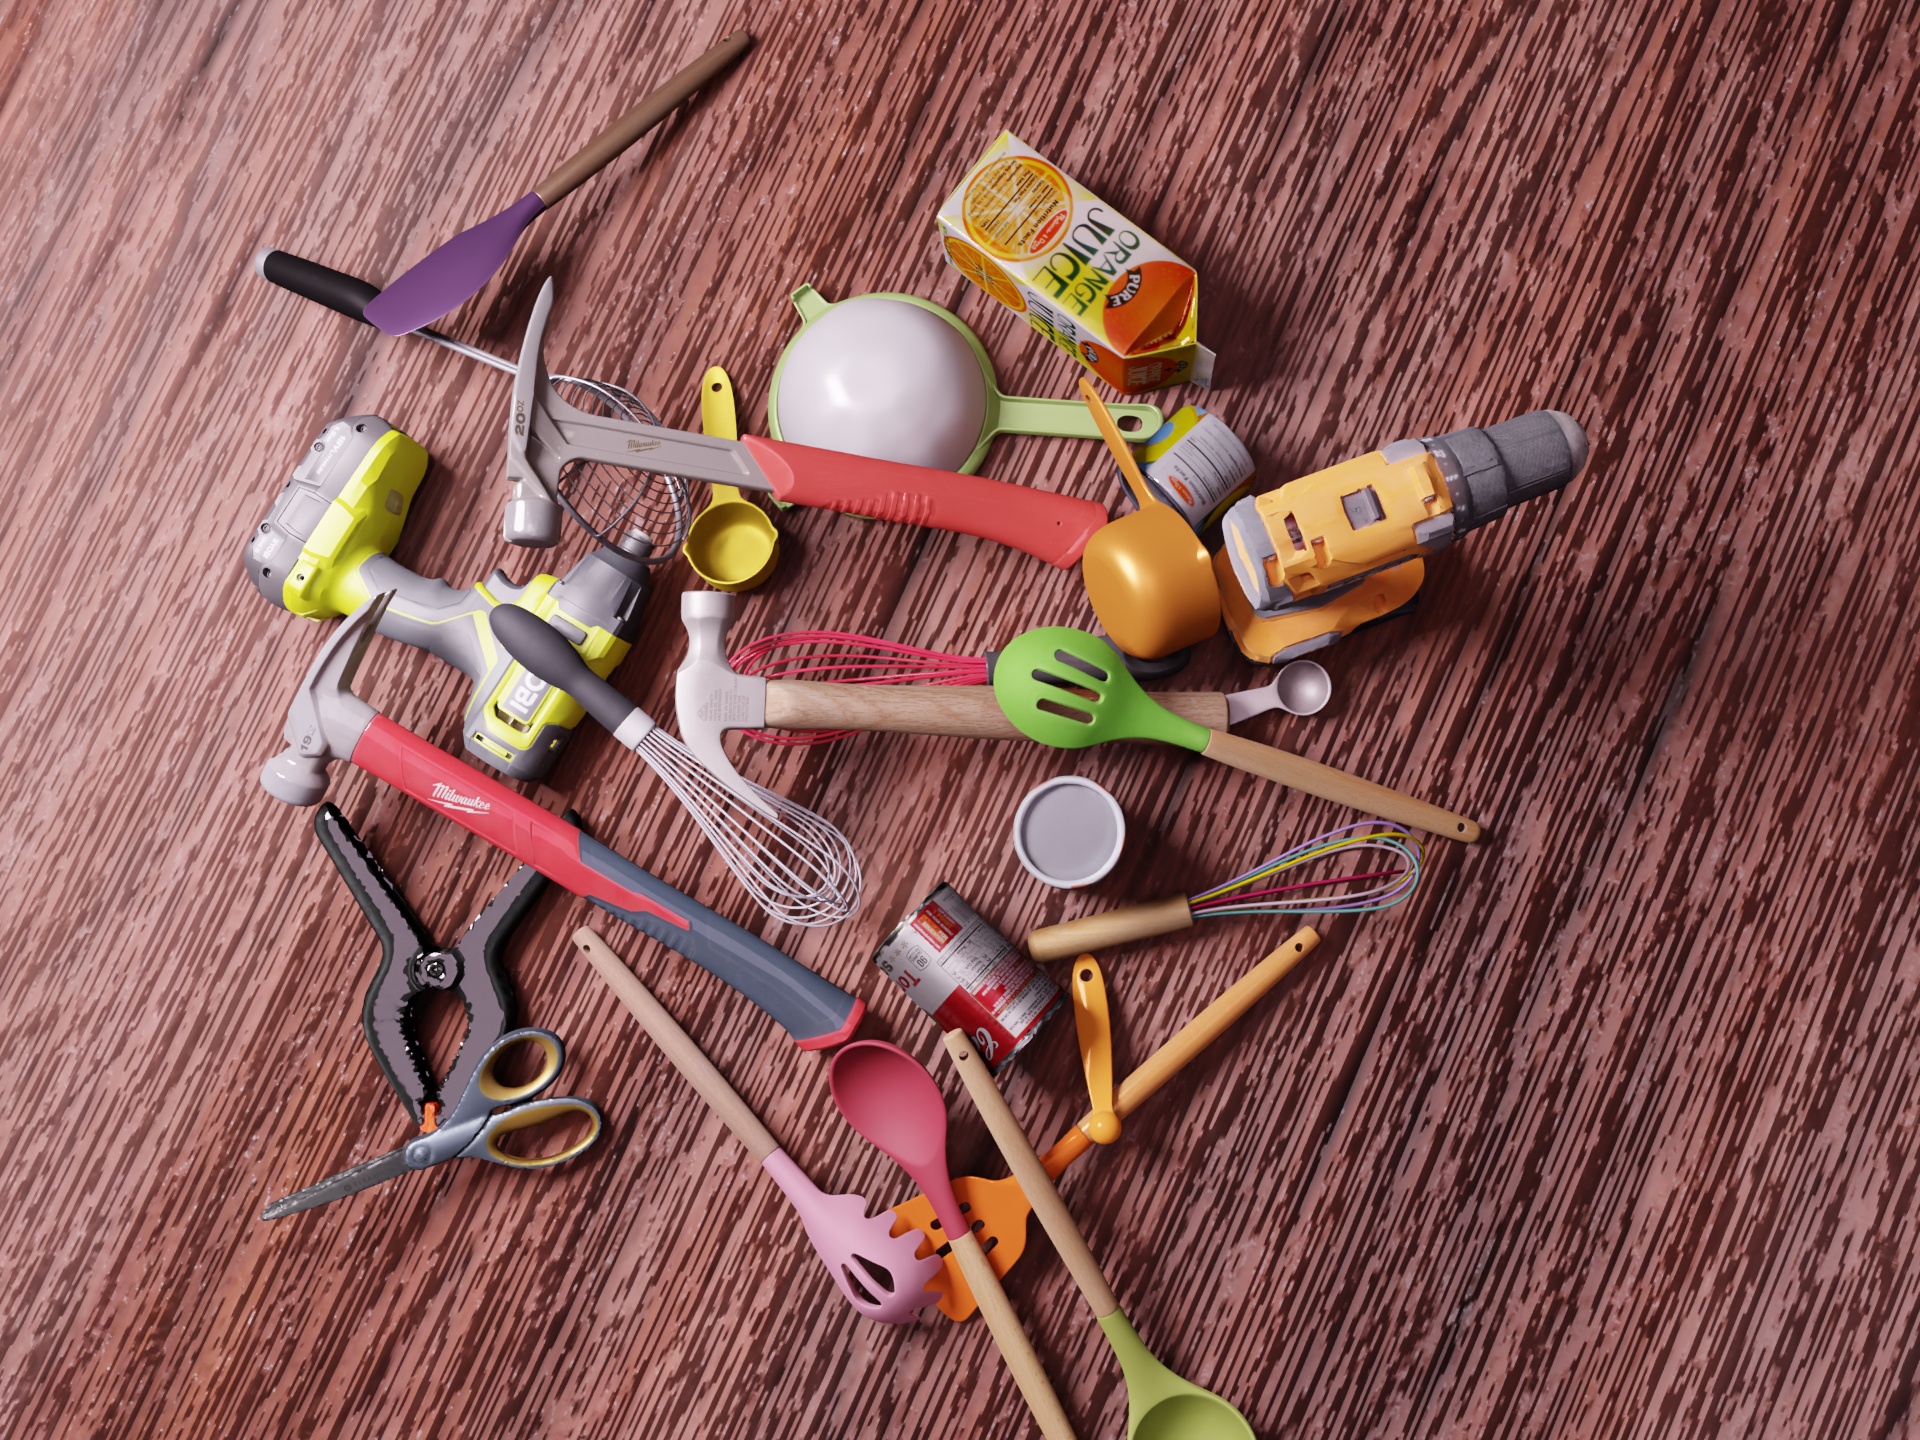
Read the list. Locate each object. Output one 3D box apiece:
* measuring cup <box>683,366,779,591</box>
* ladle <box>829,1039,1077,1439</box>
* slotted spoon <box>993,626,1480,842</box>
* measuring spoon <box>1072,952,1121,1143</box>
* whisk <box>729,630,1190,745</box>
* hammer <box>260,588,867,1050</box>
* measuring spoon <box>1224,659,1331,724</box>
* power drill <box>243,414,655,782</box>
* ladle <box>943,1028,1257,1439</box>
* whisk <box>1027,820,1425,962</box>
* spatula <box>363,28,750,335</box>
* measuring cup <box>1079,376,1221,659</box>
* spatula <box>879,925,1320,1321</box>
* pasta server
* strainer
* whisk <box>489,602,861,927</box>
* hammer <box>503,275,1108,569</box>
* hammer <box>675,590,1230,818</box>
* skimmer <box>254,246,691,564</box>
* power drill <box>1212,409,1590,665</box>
[{"bbox_3d":[-0.150,-0.156,1.030,0.062,0.029,0.157,-9,71,5],"label":"measuring cup"},{"bbox_3d":[0.012,0.326,0.937,0.069,0.031,0.315,-26,91,28],"label":"ladle"},{"bbox_3d":[0.169,0.018,0.943,0.313,0.031,0.070,19,87,-10],"label":"slotted spoon"},{"bbox_3d":[0.080,0.195,0.956,0.021,0.011,0.117,-10,63,10],"label":"measuring spoon"},{"bbox_3d":[-0.003,-0.029,0.986,0.296,0.073,0.073,-5,83,-3],"label":"whisk"},{"bbox_3d":[-0.221,0.074,0.958,0.386,0.038,0.143,31,102,-3],"label":"hammer"},{"bbox_3d":[0.169,-0.007,0.992,0.124,0.018,0.034,-17,87,9],"label":"measuring spoon"},{"bbox_3d":[-0.315,-0.089,1.007,0.223,0.080,0.171,32,87,3],"label":"power drill"},{"bbox_3d":[0.074,0.320,0.914,0.078,0.062,0.320,-29,92,-5],"label":"ladle"},{"bbox_3d":[0.161,0.113,0.965,0.245,0.047,0.051,-15,71,7],"label":"whisk"},{"bbox_3d":[-0.251,-0.349,1.024,0.060,0.018,0.316,36,72,30],"label":"spatula"},{"bbox_3d":[0.092,-0.118,0.946,0.052,0.095,0.173,-27,91,-13],"label":"measuring cup"},{"bbox_3d":[0.093,0.233,0.965,0.322,0.041,0.081,-40,83,-5],"label":"spatula"},{"bbox_3d":[-0.131,0.244,0.976,0.316,0.040,0.060,46,102,13],"label":"pasta server"},{"bbox_3d":[0.000,-0.202,0.996,0.256,0.069,0.151,5,84,6],"label":"strainer"},{"bbox_3d":[-0.172,0.027,0.963,0.284,0.070,0.070,41,88,-5],"label":"whisk"},{"bbox_3d":[-0.081,-0.152,0.941,0.359,0.037,0.149,7,83,-19],"label":"hammer"},{"bbox_3d":[-0.001,-0.003,0.944,0.331,0.031,0.130,3,88,-9],"label":"hammer"},{"bbox_3d":[-0.323,-0.207,1.011,0.363,0.127,0.090,26,106,20],"label":"skimmer"},{"bbox_3d":[0.233,-0.104,0.888,0.185,0.226,0.084,-21,83,2],"label":"power drill"}]
